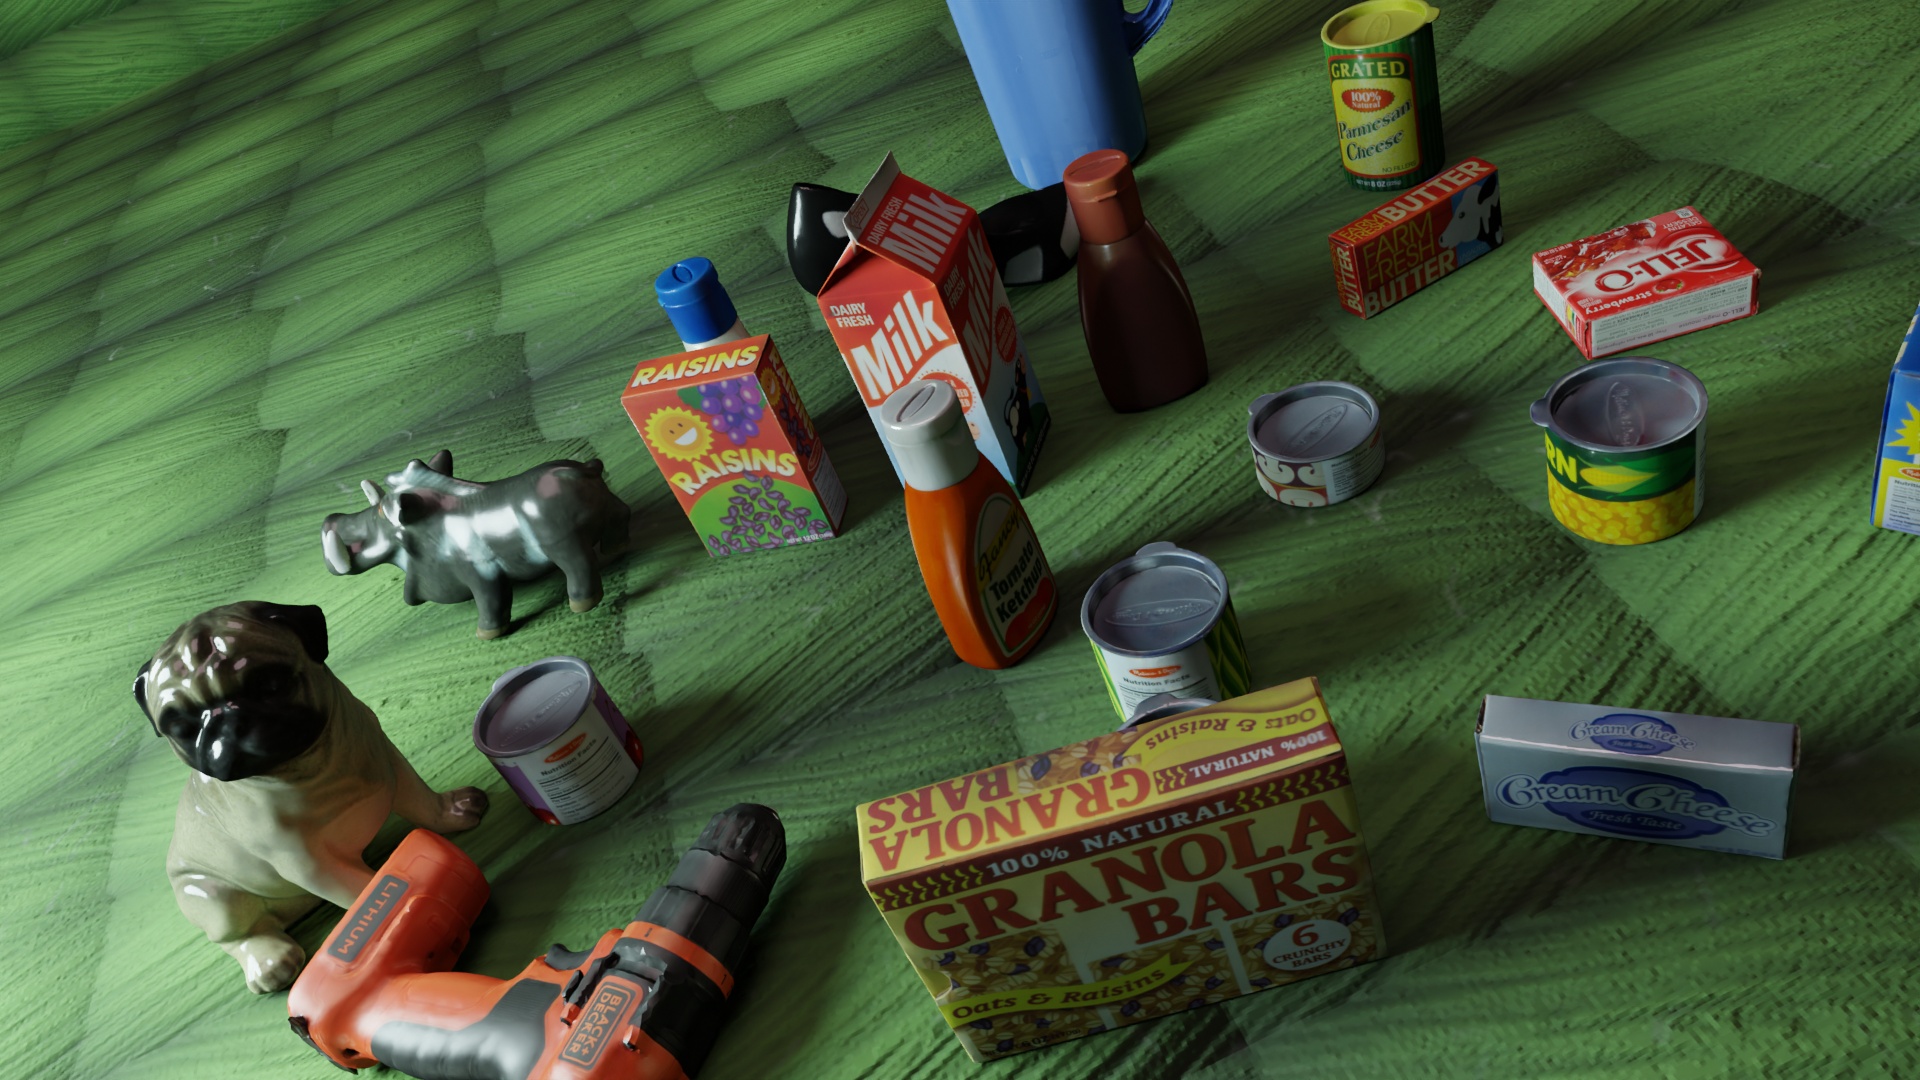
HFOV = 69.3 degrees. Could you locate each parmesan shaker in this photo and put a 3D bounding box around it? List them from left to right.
[{"bbox_3d":[0.274,-0.284,0.887,0.071,0.102,0.072,-14,39,12],"label":"parmesan shaker"}]

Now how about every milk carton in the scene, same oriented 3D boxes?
[{"bbox_3d":[-0.017,-0.113,0.762,0.073,0.189,0.073,-2,43,25],"label":"milk carton"}]

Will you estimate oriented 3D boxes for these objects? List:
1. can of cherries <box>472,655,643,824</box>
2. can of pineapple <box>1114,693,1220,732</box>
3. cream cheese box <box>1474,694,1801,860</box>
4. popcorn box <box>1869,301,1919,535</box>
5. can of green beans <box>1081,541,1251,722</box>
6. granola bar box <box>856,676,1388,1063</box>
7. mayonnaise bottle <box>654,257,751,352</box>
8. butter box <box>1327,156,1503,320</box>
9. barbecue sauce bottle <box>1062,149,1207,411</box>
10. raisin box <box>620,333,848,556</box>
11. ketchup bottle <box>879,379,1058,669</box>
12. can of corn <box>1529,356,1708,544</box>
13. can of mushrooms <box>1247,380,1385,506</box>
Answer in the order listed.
[{"bbox_3d":[-0.205,0.101,0.711,0.071,0.058,0.072,-14,39,12],"label":"can of cherries"},{"bbox_3d":[0.094,0.105,0.558,0.071,0.057,0.071,-14,39,12],"label":"can of pineapple"},{"bbox_3d":[0.246,0.086,0.509,0.104,0.053,0.024,3,45,29],"label":"cream cheese box"},{"bbox_3d":[0.421,-0.073,0.583,0.038,0.085,0.127,15,52,38],"label":"popcorn box"},{"bbox_3d":[0.094,0.047,0.627,0.071,0.057,0.071,-14,39,12],"label":"can of green beans"},{"bbox_3d":[0.062,0.124,0.500,0.165,0.123,0.039,-17,39,7],"label":"granola bar box"},{"bbox_3d":[-0.135,-0.100,0.839,0.041,0.147,0.065,-31,39,-9],"label":"mayonnaise bottle"},{"bbox_3d":[0.265,-0.175,0.805,0.103,0.053,0.024,-29,39,-7],"label":"butter box"},{"bbox_3d":[0.094,-0.144,0.777,0.065,0.148,0.044,-19,38,6],"label":"barbecue sauce bottle"},{"bbox_3d":[-0.127,-0.052,0.799,0.086,0.123,0.040,-8,41,18],"label":"raisin box"},{"bbox_3d":[0.002,-0.008,0.663,0.043,0.148,0.065,12,50,36],"label":"ketchup bottle"},{"bbox_3d":[0.297,-0.040,0.627,0.071,0.058,0.071,-14,39,12],"label":"can of corn"},{"bbox_3d":[0.182,-0.051,0.717,0.071,0.033,0.071,-14,39,12],"label":"can of mushrooms"}]
